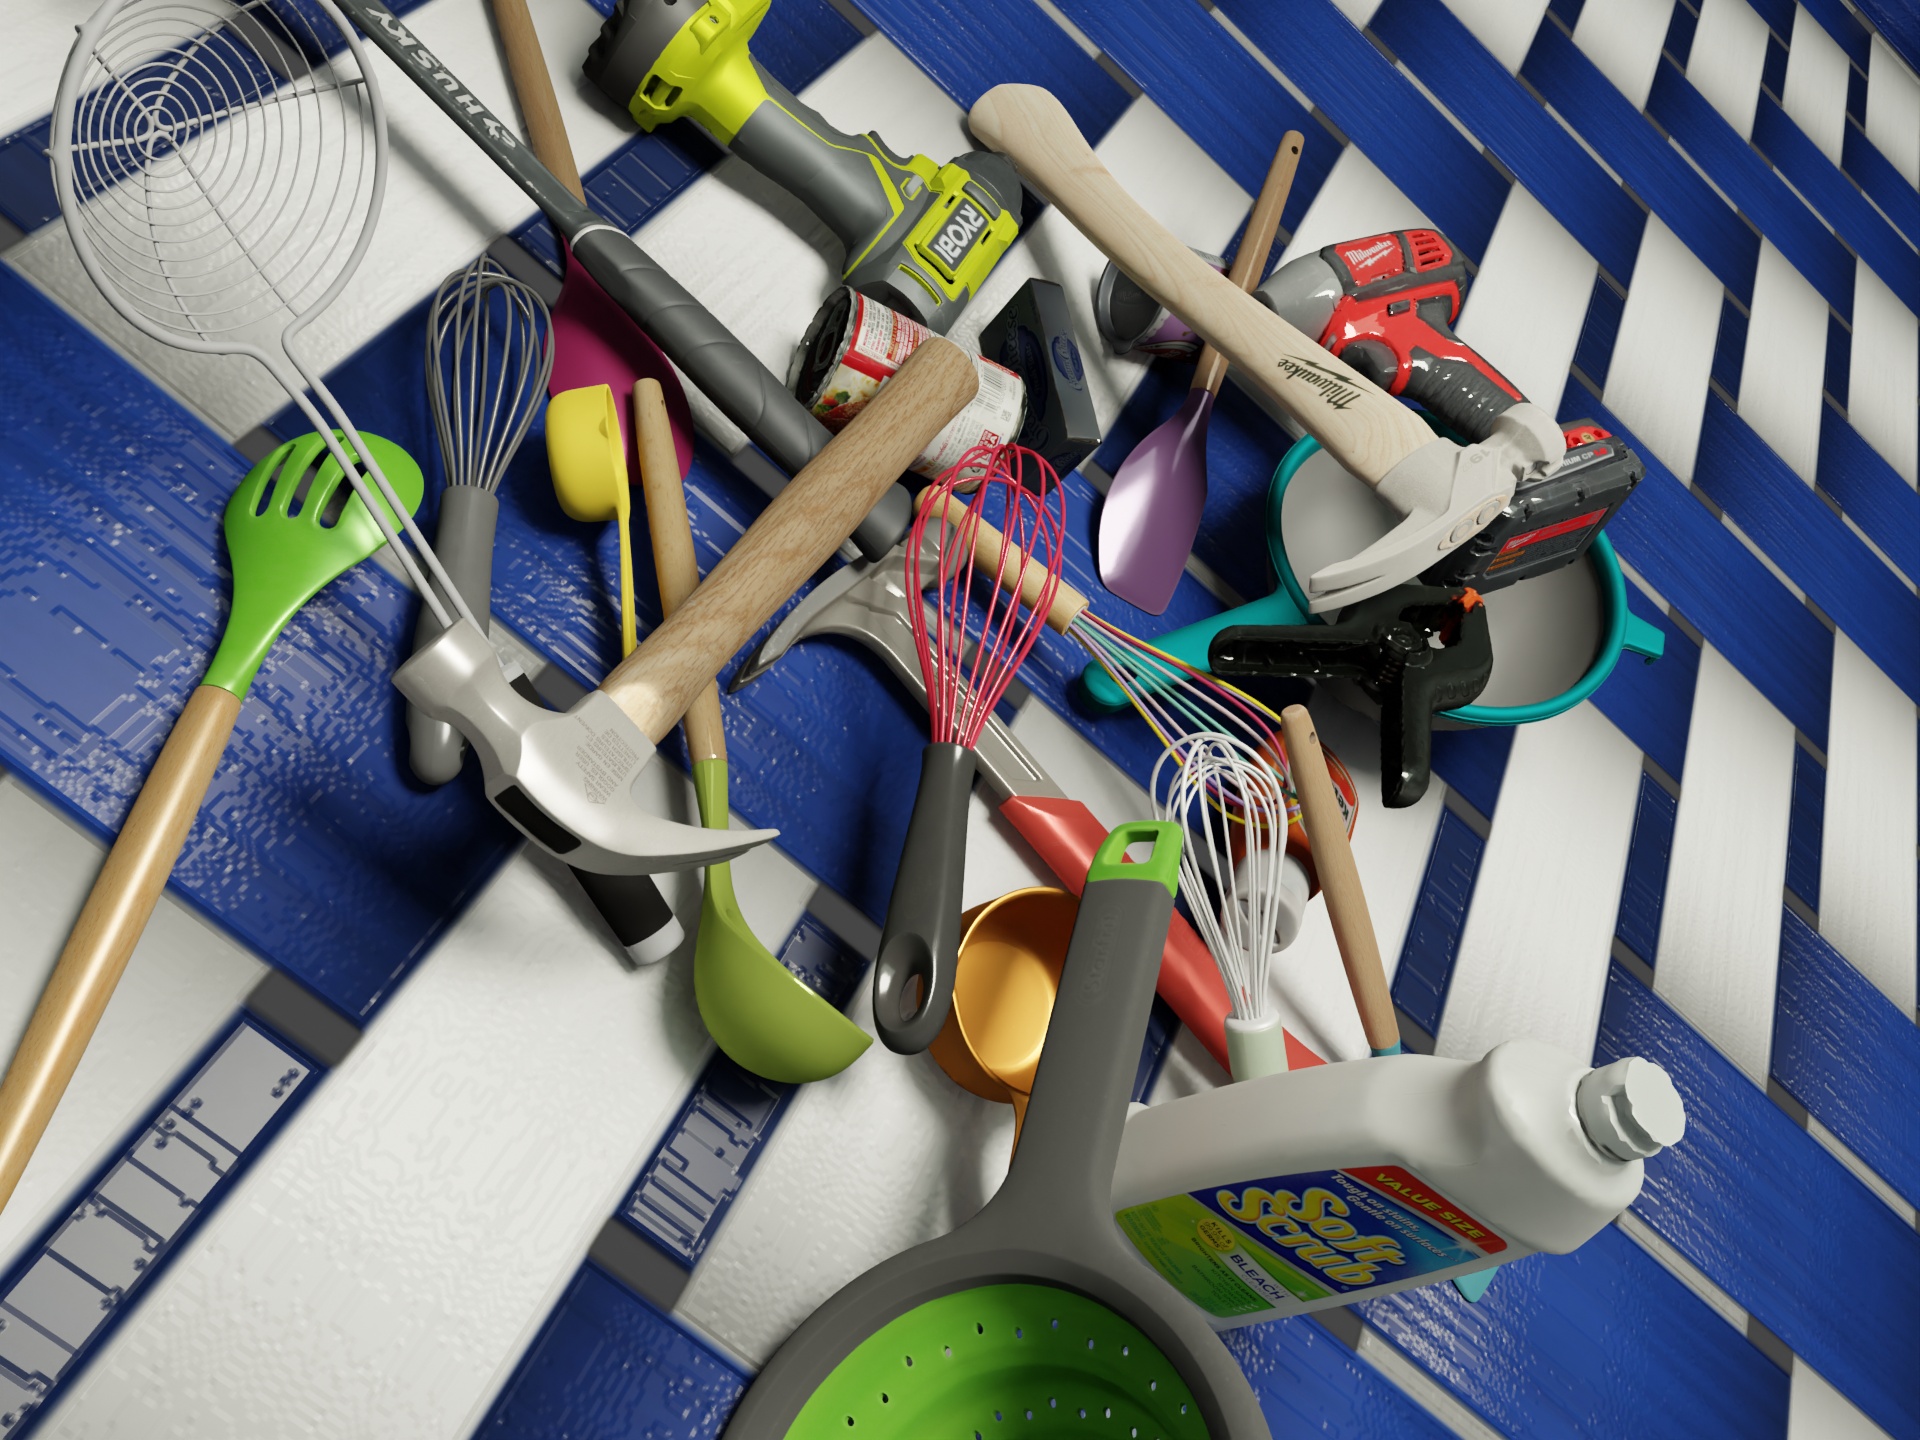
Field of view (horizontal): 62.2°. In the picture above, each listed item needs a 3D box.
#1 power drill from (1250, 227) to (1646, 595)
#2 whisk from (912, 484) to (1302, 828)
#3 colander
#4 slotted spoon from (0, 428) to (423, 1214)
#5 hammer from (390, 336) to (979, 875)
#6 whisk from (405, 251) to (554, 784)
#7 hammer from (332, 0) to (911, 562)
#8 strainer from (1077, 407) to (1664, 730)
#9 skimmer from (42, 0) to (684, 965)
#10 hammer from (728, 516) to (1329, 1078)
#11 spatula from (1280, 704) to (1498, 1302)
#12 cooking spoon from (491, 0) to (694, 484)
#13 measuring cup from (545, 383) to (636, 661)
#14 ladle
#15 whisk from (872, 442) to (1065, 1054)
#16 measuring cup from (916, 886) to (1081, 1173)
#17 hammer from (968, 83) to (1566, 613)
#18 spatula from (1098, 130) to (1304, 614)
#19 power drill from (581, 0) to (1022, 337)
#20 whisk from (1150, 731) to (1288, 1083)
[{"bbox_3d":[0.253,-0.178,0.875,0.143,0.078,0.220,-17,62,-22],"label":"power drill"},{"bbox_3d":[0.070,-0.033,0.769,0.245,0.047,0.051,40,24,12],"label":"whisk"},{"bbox_3d":[0.040,0.218,0.568,0.094,0.204,0.397,56,41,-41],"label":"colander"},{"bbox_3d":[-0.261,0.013,0.542,0.070,0.031,0.314,8,59,4],"label":"slotted spoon"},{"bbox_3d":[-0.070,-0.064,0.630,0.130,0.031,0.331,50,44,-15],"label":"hammer"},{"bbox_3d":[-0.198,-0.086,0.639,0.055,0.055,0.239,13,63,-30],"label":"whisk"},{"bbox_3d":[-0.173,-0.222,0.696,0.409,0.036,0.149,45,32,-7],"label":"hammer"},{"bbox_3d":[0.204,-0.049,0.885,0.340,0.095,0.211,-20,66,-21],"label":"strainer"},{"bbox_3d":[-0.179,-0.073,0.554,0.127,0.090,0.363,-43,109,-47],"label":"skimmer"},{"bbox_3d":[0.056,0.072,0.735,0.359,0.036,0.149,49,48,-2],"label":"hammer"},{"bbox_3d":[0.207,0.132,0.757,0.082,0.044,0.317,-41,120,-40],"label":"spatula"},{"bbox_3d":[-0.188,-0.252,0.754,0.068,0.017,0.319,-7,70,-38],"label":"cooking spoon"},{"bbox_3d":[-0.152,-0.063,0.662,0.029,0.062,0.156,-5,80,-5],"label":"measuring cup"},{"bbox_3d":[-0.095,-0.009,0.652,0.062,0.078,0.320,-15,68,3],"label":"ladle"},{"bbox_3d":[-0.001,-0.002,0.672,0.073,0.073,0.296,23,58,-24],"label":"whisk"},{"bbox_3d":[0.020,0.157,0.656,0.095,0.052,0.174,15,71,-24],"label":"measuring cup"},{"bbox_3d":[0.121,-0.224,0.855,0.146,0.038,0.411,-34,59,-9],"label":"hammer"},{"bbox_3d":[0.143,-0.207,0.902,0.059,0.018,0.316,28,72,-21],"label":"spatula"},{"bbox_3d":[-0.069,-0.311,0.837,0.223,0.080,0.171,41,49,-15],"label":"power drill"},{"bbox_3d":[0.125,0.123,0.694,0.058,0.059,0.246,-31,113,-58],"label":"whisk"}]
